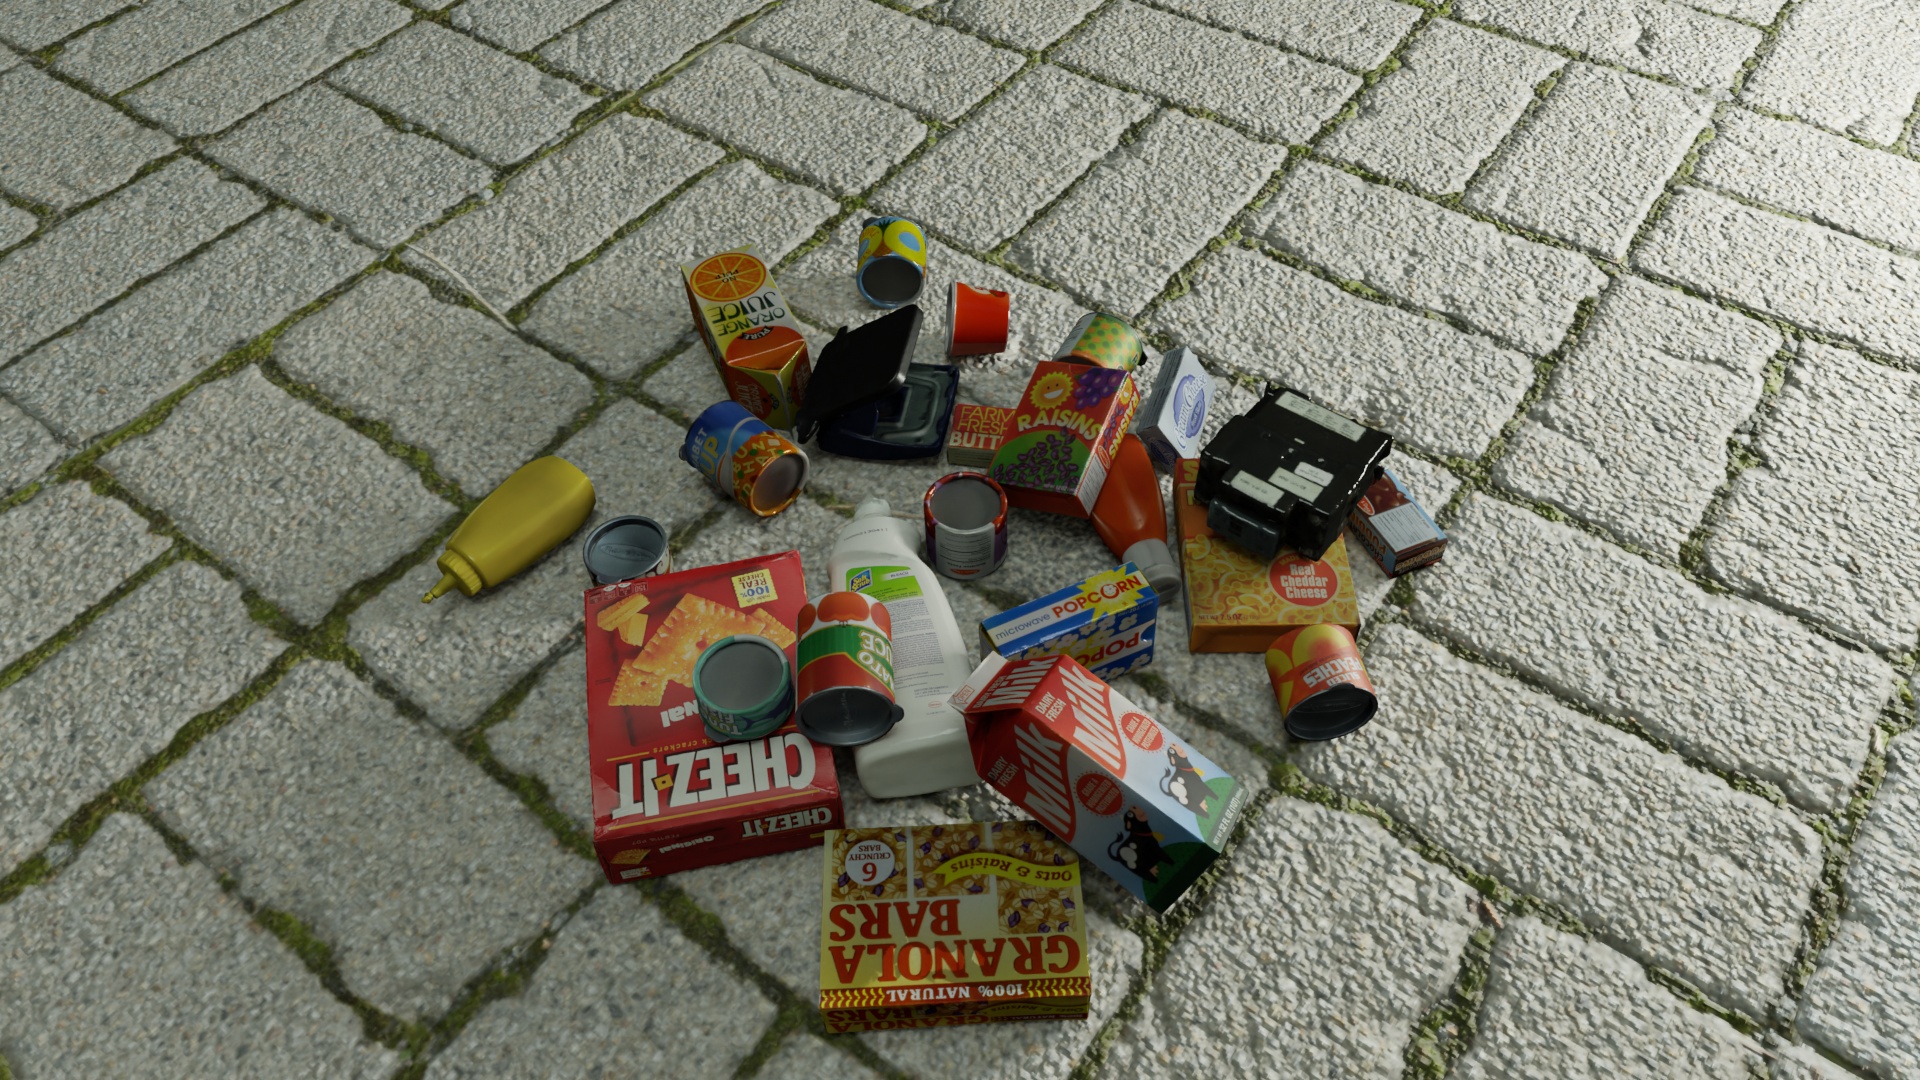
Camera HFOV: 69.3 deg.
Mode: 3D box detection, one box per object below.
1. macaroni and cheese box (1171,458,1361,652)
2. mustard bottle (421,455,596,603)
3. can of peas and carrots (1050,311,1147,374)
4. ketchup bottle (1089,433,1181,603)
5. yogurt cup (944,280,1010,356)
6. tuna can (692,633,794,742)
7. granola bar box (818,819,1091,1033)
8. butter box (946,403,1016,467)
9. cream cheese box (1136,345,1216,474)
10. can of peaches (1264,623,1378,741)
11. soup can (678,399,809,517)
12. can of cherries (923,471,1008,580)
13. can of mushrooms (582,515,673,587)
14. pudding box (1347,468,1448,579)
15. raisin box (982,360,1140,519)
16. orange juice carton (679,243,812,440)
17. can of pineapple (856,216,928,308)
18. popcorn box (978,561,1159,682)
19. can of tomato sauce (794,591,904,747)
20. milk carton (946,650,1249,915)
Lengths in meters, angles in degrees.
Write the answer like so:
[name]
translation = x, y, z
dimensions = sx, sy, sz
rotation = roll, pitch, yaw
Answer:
[macaroni and cheese box]
translation = 0.233, 0.009, 1.079
dimensions = 0.124, 0.040, 0.167
rotation = 0, 50, 1
[mustard bottle]
translation = -0.366, -0.002, 1.107
dimensions = 0.065, 0.048, 0.161
rotation = 29, 57, 25
[can of peas and carrots]
translation = 0.119, -0.154, 1.206
dimensions = 0.071, 0.070, 0.059
rotation = 21, 54, 19
[ketchup bottle]
translation = 0.135, -0.017, 1.102
dimensions = 0.065, 0.043, 0.149
rotation = -20, 51, 5
[yogurt cup]
translation = 0.015, -0.198, 1.250
dimensions = 0.054, 0.072, 0.073
rotation = 4, 49, -5
[tuna can]
translation = -0.147, 0.099, 0.930
dimensions = 0.071, 0.032, 0.071
rotation = 0, 51, 0
[granola bar box]
translation = -0.005, 0.245, 0.889
dimensions = 0.166, 0.038, 0.125
rotation = -3, 49, 0
[butter box]
translation = 0.042, -0.086, 1.178
dimensions = 0.103, 0.024, 0.053
rotation = 6, 51, 8
[cream cheese box]
translation = 0.183, -0.111, 1.174
dimensions = 0.024, 0.053, 0.104
rotation = -17, 37, 41
[can of peaches]
translation = 0.255, 0.099, 0.982
dimensions = 0.071, 0.071, 0.058
rotation = -6, 49, -3
[soup can]
translation = -0.178, -0.066, 1.142
dimensions = 0.084, 0.071, 0.071
rotation = 36, 60, 28
[can of cherries]
translation = 0.004, -0.014, 1.096
dimensions = 0.071, 0.058, 0.072
rotation = -1, 50, 1
[can of mushrooms]
translation = -0.263, 0.017, 1.097
dimensions = 0.071, 0.033, 0.071
rotation = -1, 50, 1
[pudding box]
translation = 0.340, -0.014, 1.101
dimensions = 0.050, 0.030, 0.084
rotation = -19, 51, -12
[raisin box]
translation = 0.082, -0.083, 1.118
dimensions = 0.086, 0.040, 0.124
rotation = 10, 63, 32
[orange juice carton]
translation = -0.183, -0.174, 1.231
dimensions = 0.073, 0.071, 0.193
rotation = -20, 51, -13
[can of pineapple]
translation = -0.066, -0.261, 1.303
dimensions = 0.071, 0.070, 0.058
rotation = -1, 50, 2
[popcorn box]
translation = 0.077, 0.074, 1.001
dimensions = 0.127, 0.084, 0.038
rotation = -21, 51, -14
[can of tomato sauce]
translation = -0.076, 0.085, 0.931
dimensions = 0.071, 0.070, 0.083
rotation = -5, 47, -2
[milk carton]
translation = 0.082, 0.145, 0.902
dimensions = 0.191, 0.073, 0.073
rotation = 37, 36, 8
